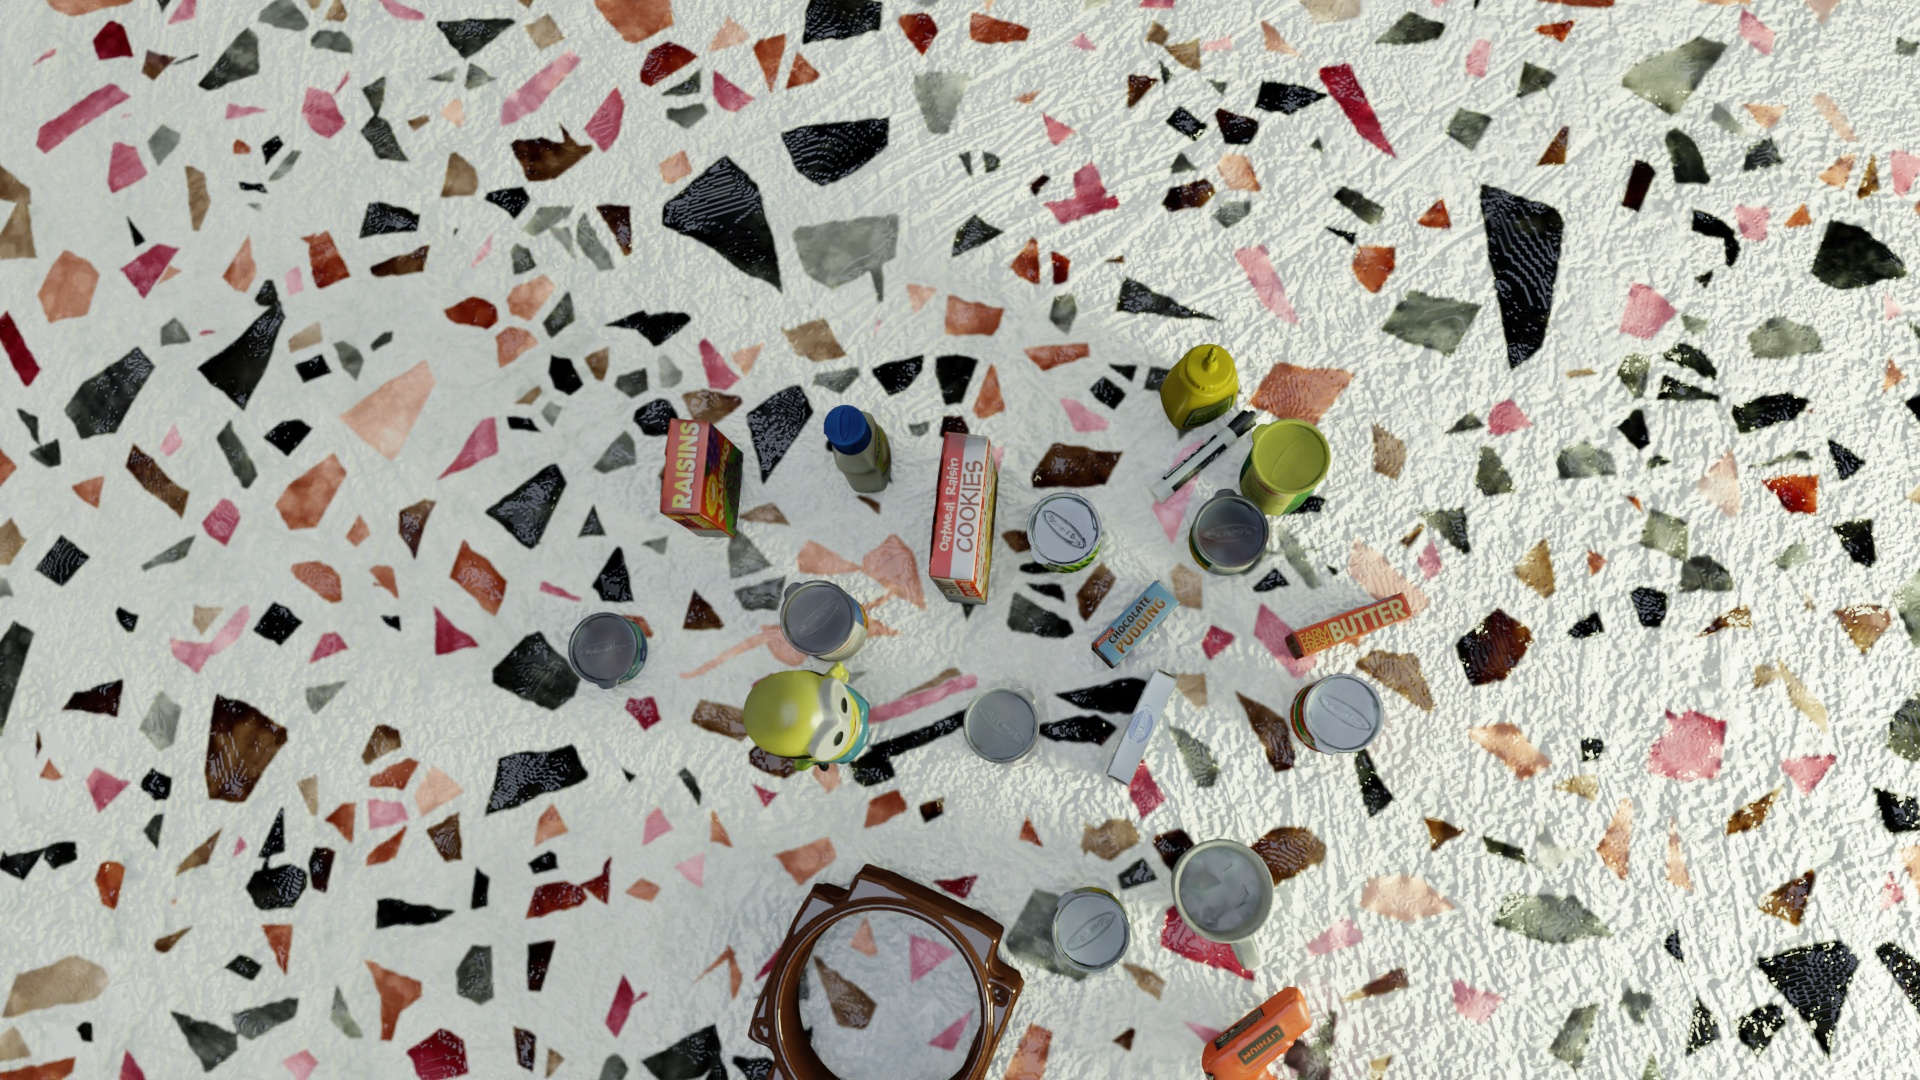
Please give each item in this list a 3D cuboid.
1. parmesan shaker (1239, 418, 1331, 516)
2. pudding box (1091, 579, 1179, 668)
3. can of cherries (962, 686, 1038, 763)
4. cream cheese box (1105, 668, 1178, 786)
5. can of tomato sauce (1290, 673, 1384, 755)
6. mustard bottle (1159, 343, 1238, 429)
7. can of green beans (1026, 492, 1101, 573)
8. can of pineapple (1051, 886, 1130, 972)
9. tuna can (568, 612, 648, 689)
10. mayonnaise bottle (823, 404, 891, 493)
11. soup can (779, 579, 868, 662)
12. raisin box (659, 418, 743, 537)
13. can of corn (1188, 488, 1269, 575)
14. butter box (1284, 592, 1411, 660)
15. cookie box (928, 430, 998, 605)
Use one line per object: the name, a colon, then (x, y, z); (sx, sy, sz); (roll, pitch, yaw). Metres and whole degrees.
parmesan shaker: (0.282, -0.065, 1.225); (0.071, 0.103, 0.071); (-1, 81, 5)
pudding box: (0.155, 0.075, 1.238); (0.084, 0.049, 0.030); (-44, 80, -3)
can of cherries: (0.039, 0.162, 1.228); (0.071, 0.058, 0.071); (-1, 80, 5)
cream cheese box: (0.159, 0.164, 1.220); (0.024, 0.053, 0.104); (25, 83, 8)
can of tomato sauce: (0.322, 0.152, 1.194); (0.071, 0.083, 0.071); (-1, 80, 5)
mustard bottle: (0.212, -0.139, 1.215); (0.065, 0.160, 0.049); (-22, 80, 1)
can of green beans: (0.094, -0.006, 1.253); (0.071, 0.057, 0.071); (-1, 80, 5)
can of pineapple: (0.111, 0.331, 1.193); (0.071, 0.058, 0.071); (-1, 80, 5)
tuna can: (-0.324, 0.103, 1.280); (0.071, 0.033, 0.071); (-1, 80, 4)
mayonnaise bottle: (-0.091, -0.085, 1.236); (0.041, 0.148, 0.065); (-1, 81, 5)
soup can: (-0.122, 0.071, 1.243); (0.071, 0.083, 0.071); (-1, 80, 5)
raisin box: (-0.233, -0.054, 1.254); (0.040, 0.123, 0.086); (4, 81, 5)
can of corn: (0.238, -0.006, 1.241); (0.071, 0.058, 0.071); (-1, 80, 5)
butter box: (0.340, 0.076, 1.221); (0.103, 0.053, 0.024); (-20, 80, 1)
cookie box: (0.004, -0.015, 1.206); (0.040, 0.167, 0.123); (5, 81, 6)
